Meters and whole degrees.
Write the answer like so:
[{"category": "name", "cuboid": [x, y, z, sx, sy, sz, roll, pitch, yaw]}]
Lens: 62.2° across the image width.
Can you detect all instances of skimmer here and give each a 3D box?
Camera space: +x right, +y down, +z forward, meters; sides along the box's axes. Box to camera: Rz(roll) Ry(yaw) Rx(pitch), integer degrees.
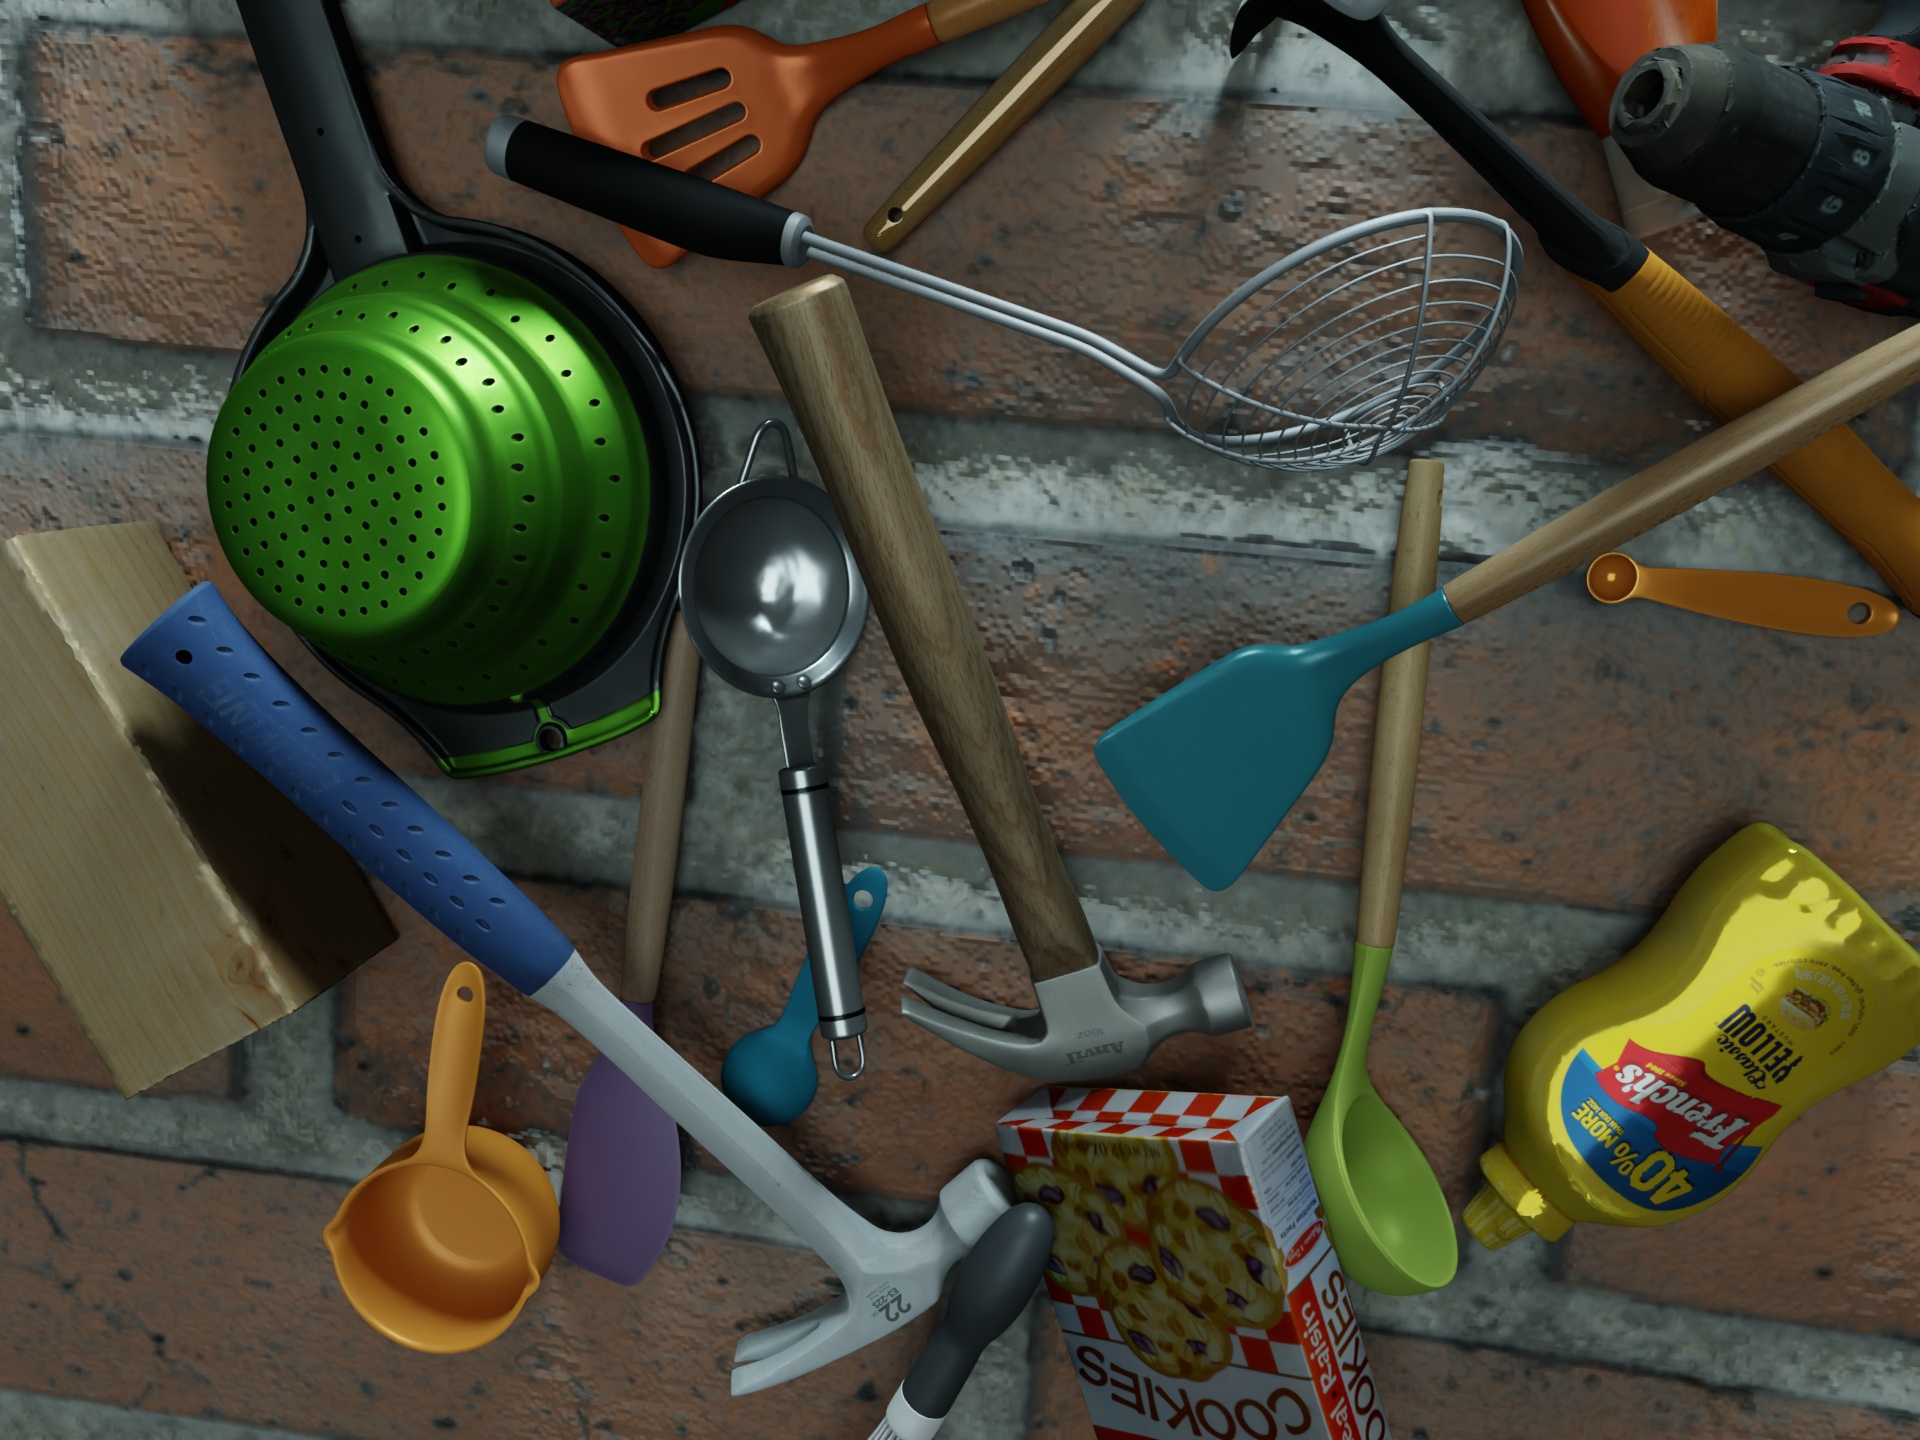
[{"category": "skimmer", "cuboid": [0.009, -0.174, 0.566, 0.363, 0.127, 0.090, 21, 72, 9]}]

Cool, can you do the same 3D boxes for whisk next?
[{"category": "whisk", "cuboid": [-0.033, 0.312, 0.667, 0.070, 0.070, 0.284, 28, 106, 1]}]

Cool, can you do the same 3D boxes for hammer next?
[{"category": "hammer", "cuboid": [-0.001, -0.002, 0.597, 0.130, 0.031, 0.331, -19, 110, 11]}, {"category": "hammer", "cuboid": [0.232, -0.148, 0.552, 0.336, 0.127, 0.034, 38, 101, -11]}, {"category": "hammer", "cuboid": [-0.157, 0.110, 0.625, 0.144, 0.035, 0.405, -41, 105, 8]}]

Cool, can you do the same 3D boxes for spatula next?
[{"category": "spatula", "cuboid": [0.011, -0.254, 0.561, 0.322, 0.041, 0.081, -15, 115, 20]}, {"category": "spatula", "cuboid": [0.195, -0.046, 0.544, 0.317, 0.044, 0.082, -32, 111, 26]}, {"category": "spatula", "cuboid": [-0.131, 0.093, 0.669, 0.060, 0.018, 0.316, 13, 102, 22]}]

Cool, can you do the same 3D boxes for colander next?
[{"category": "colander", "cuboid": [-0.234, -0.165, 0.591, 0.204, 0.094, 0.397, -16, 96, 15]}]

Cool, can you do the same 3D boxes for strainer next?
[{"category": "strainer", "cuboid": [-0.065, 0.015, 0.623, 0.050, 0.087, 0.258, -6, 94, 53]}]

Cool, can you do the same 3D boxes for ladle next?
[{"category": "ladle", "cuboid": [0.173, 0.062, 0.609, 0.062, 0.078, 0.320, 8, 97, 33]}]

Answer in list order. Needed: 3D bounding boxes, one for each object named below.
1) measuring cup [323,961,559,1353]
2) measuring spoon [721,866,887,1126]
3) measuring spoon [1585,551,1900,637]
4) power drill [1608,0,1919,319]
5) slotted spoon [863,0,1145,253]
[{"category": "measuring cup", "cuboid": [-0.211, 0.179, 0.680, 0.095, 0.052, 0.173, 10, 99, 5]}, {"category": "measuring spoon", "cuboid": [-0.064, 0.118, 0.664, 0.042, 0.021, 0.128, 28, 104, 1]}, {"category": "measuring spoon", "cuboid": [0.293, -0.047, 0.598, 0.117, 0.011, 0.021, 8, 101, 2]}, {"category": "power drill", "cuboid": [0.302, -0.247, 0.491, 0.187, 0.080, 0.226, 8, 104, -27]}, {"category": "slotted spoon", "cuboid": [0.080, -0.283, 0.572, 0.313, 0.031, 0.070, -42, 90, 14]}]
